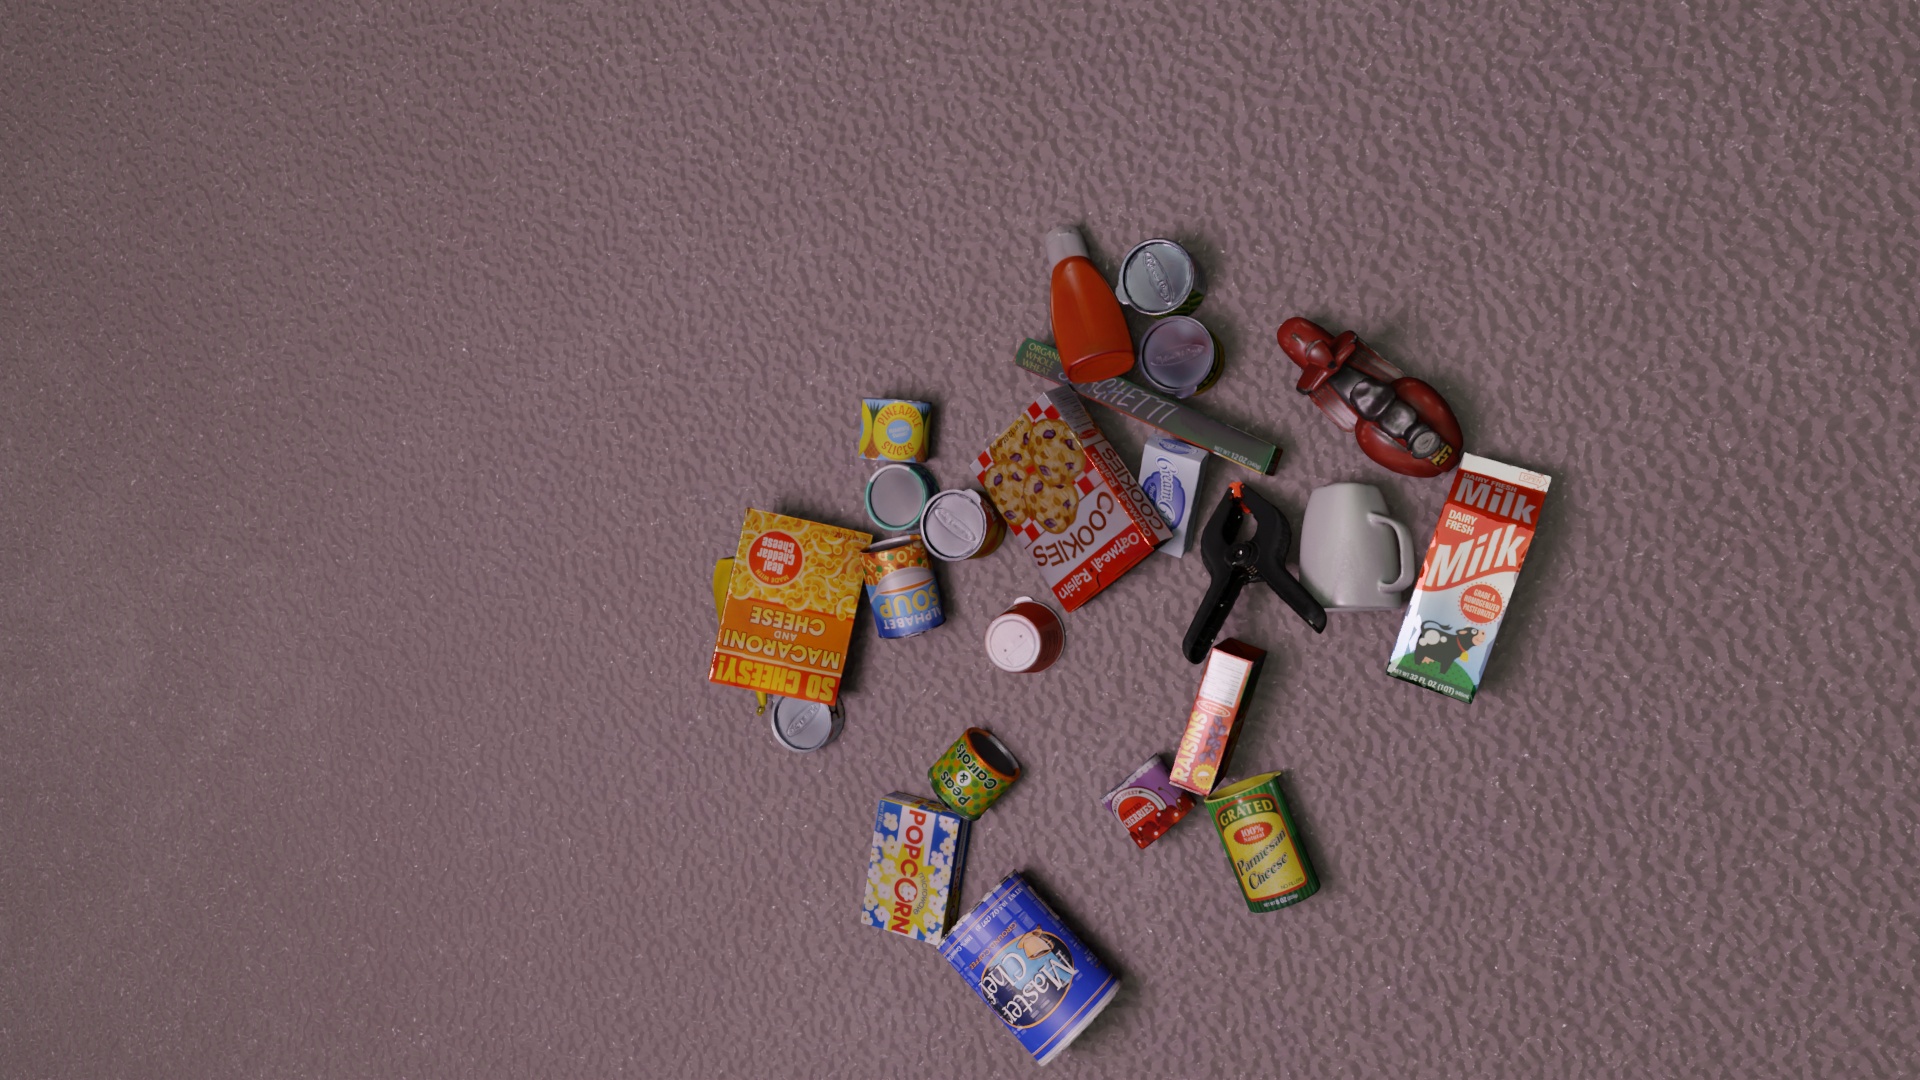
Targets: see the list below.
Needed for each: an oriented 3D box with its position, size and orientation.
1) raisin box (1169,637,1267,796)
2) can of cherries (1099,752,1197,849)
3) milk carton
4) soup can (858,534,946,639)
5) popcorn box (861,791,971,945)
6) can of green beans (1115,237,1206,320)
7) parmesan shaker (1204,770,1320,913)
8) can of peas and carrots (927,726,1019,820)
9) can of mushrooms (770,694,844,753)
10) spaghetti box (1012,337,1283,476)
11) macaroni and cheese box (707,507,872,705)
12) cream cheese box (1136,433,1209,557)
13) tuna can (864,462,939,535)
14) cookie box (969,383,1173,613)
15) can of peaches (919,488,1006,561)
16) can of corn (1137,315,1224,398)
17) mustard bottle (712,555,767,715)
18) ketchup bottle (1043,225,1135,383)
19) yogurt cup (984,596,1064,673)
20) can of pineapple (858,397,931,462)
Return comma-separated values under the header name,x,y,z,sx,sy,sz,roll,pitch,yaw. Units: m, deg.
name,x,y,z,sx,sy,sz,roll,pitch,yaw
raisin box,0.222,0.150,1.196,0.040,0.086,0.123,19,98,18
can of cherries,0.165,0.232,1.228,0.071,0.071,0.058,-42,78,17
milk carton,0.412,0.029,1.128,0.072,0.073,0.190,19,98,19
soup can,-0.054,0.043,1.297,0.071,0.071,0.083,-10,100,21
popcorn box,-0.042,0.312,1.325,0.085,0.038,0.126,11,95,20
can of green beans,0.178,-0.228,1.217,0.071,0.058,0.071,1,92,21
parmesan shaker,0.263,0.259,1.195,0.071,0.071,0.103,-24,83,20
can of peas and carrots,0.012,0.216,1.285,0.071,0.071,0.058,45,106,14
can of mushrooms,-0.151,0.172,1.366,0.071,0.033,0.071,1,93,21
spaghetti box,0.164,-0.119,1.230,0.250,0.050,0.028,26,99,18
macaroni and cheese box,-0.162,0.063,1.321,0.124,0.040,0.166,13,85,-10
cream cheese box,0.182,-0.039,1.215,0.053,0.024,0.103,20,128,20
tuna can,-0.056,-0.039,1.324,0.071,0.033,0.071,1,91,21
cookie box,0.095,-0.035,1.238,0.167,0.040,0.122,57,134,10
can of peaches,0.005,-0.016,1.289,0.071,0.058,0.071,0,91,21
can of corn,0.194,-0.157,1.213,0.071,0.058,0.071,1,92,21
mustard bottle,-0.202,0.094,1.368,0.048,0.065,0.160,-4,95,46
ketchup bottle,0.107,-0.212,1.227,0.065,0.043,0.149,-13,62,1
yogurt cup,0.056,0.091,1.274,0.072,0.054,0.072,1,93,21
can of pineapple,-0.061,-0.104,1.305,0.071,0.071,0.057,6,95,21
